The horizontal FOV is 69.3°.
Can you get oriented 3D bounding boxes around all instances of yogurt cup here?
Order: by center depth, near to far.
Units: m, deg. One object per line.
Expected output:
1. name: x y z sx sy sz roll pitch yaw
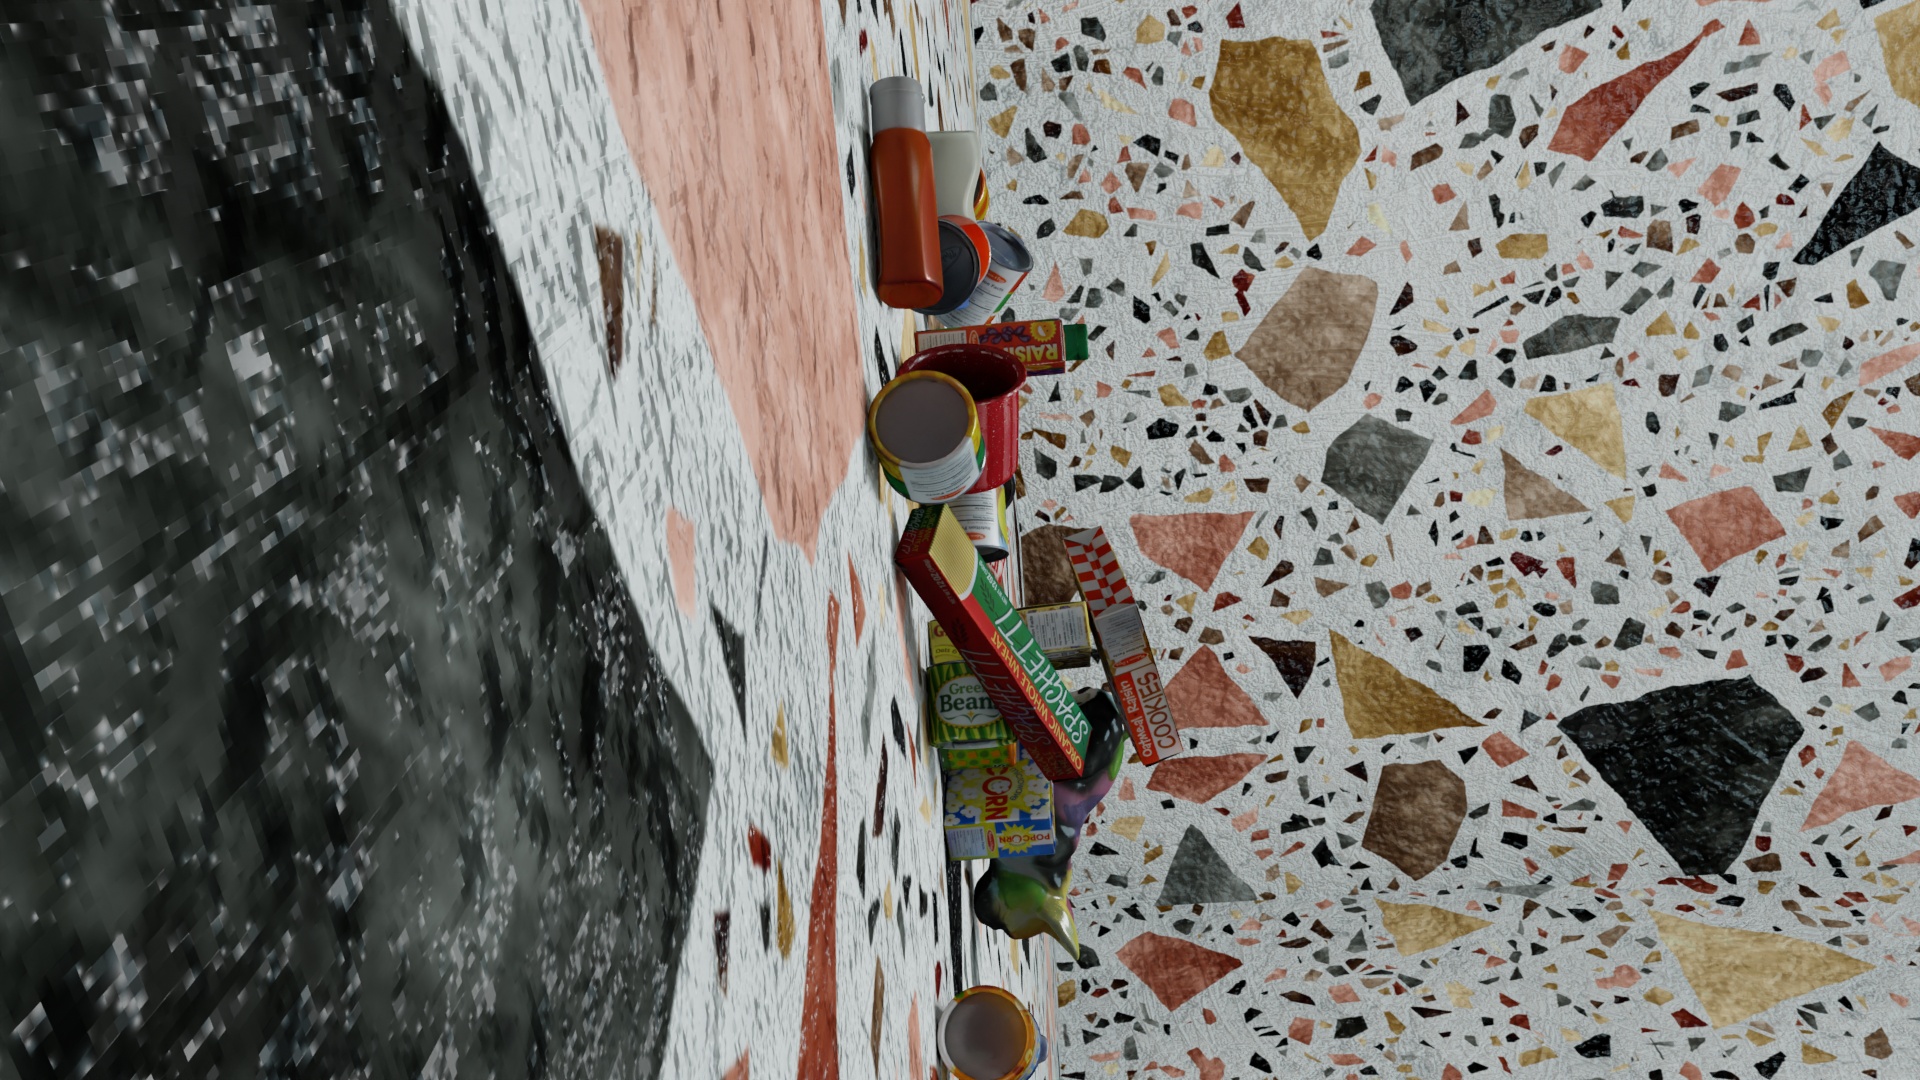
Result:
1. yogurt cup: -0.013 -0.235 1.137 0.054 0.072 0.072 -36 122 -76

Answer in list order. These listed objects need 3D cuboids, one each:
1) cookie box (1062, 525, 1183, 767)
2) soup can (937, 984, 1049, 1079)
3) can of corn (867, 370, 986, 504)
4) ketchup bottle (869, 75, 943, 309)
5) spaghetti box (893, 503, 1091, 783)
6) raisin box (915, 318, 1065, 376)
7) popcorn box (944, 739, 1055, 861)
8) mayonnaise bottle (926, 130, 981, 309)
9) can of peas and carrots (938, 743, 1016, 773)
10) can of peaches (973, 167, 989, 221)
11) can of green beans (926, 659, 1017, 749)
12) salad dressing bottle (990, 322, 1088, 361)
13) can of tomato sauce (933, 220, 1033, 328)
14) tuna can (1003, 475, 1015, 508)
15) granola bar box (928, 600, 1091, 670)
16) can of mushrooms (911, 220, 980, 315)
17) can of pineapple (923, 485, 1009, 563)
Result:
1. cookie box: 0.136 0.090 1.179 0.123 0.040 0.166 -106 176 -58
2. soup can: 0.024 0.346 0.961 0.083 0.071 0.071 76 11 -65
3. can of corn: -0.021 -0.065 0.843 0.058 0.071 0.071 73 13 -70
4. ketchup bottle: -0.038 -0.234 0.930 0.064 0.043 0.149 63 23 -81
5. spaghetti box: 0.029 0.078 0.976 0.249 0.028 0.050 57 35 -34
6. raisin box: 0.028 -0.160 1.185 0.086 0.123 0.040 11 75 -85
7. popcorn box: 0.033 0.203 1.134 0.127 0.085 0.038 -85 169 -61
8. mayonnaise bottle: -0.013 -0.273 1.186 0.041 0.065 0.147 -64 153 -69
9. can of peas and carrots: 0.013 0.151 1.105 0.071 0.059 0.071 -9 94 -85
10. can of peaches: -0.008 -0.312 1.237 0.058 0.071 0.071 11 75 -85
11. can of green beans: 0.008 0.122 1.026 0.071 0.071 0.058 70 16 -74
12. salad dressing bottle: 0.054 -0.194 1.391 0.064 0.148 0.044 74 13 -69
13. can of tomato sauce: 0.016 -0.236 1.252 0.082 0.071 0.071 -50 -155 34
14. tuna can: 0.020 -0.058 1.371 0.033 0.071 0.071 -81 166 -76
15. granola bar box: 0.045 0.086 1.149 0.165 0.124 0.039 65 18 -78
16. can of mushrooms: -0.020 -0.196 0.989 0.033 0.071 0.071 -71 156 -79
17. can of pineapple: 0.004 -0.014 1.108 0.071 0.071 0.058 69 17 -75
